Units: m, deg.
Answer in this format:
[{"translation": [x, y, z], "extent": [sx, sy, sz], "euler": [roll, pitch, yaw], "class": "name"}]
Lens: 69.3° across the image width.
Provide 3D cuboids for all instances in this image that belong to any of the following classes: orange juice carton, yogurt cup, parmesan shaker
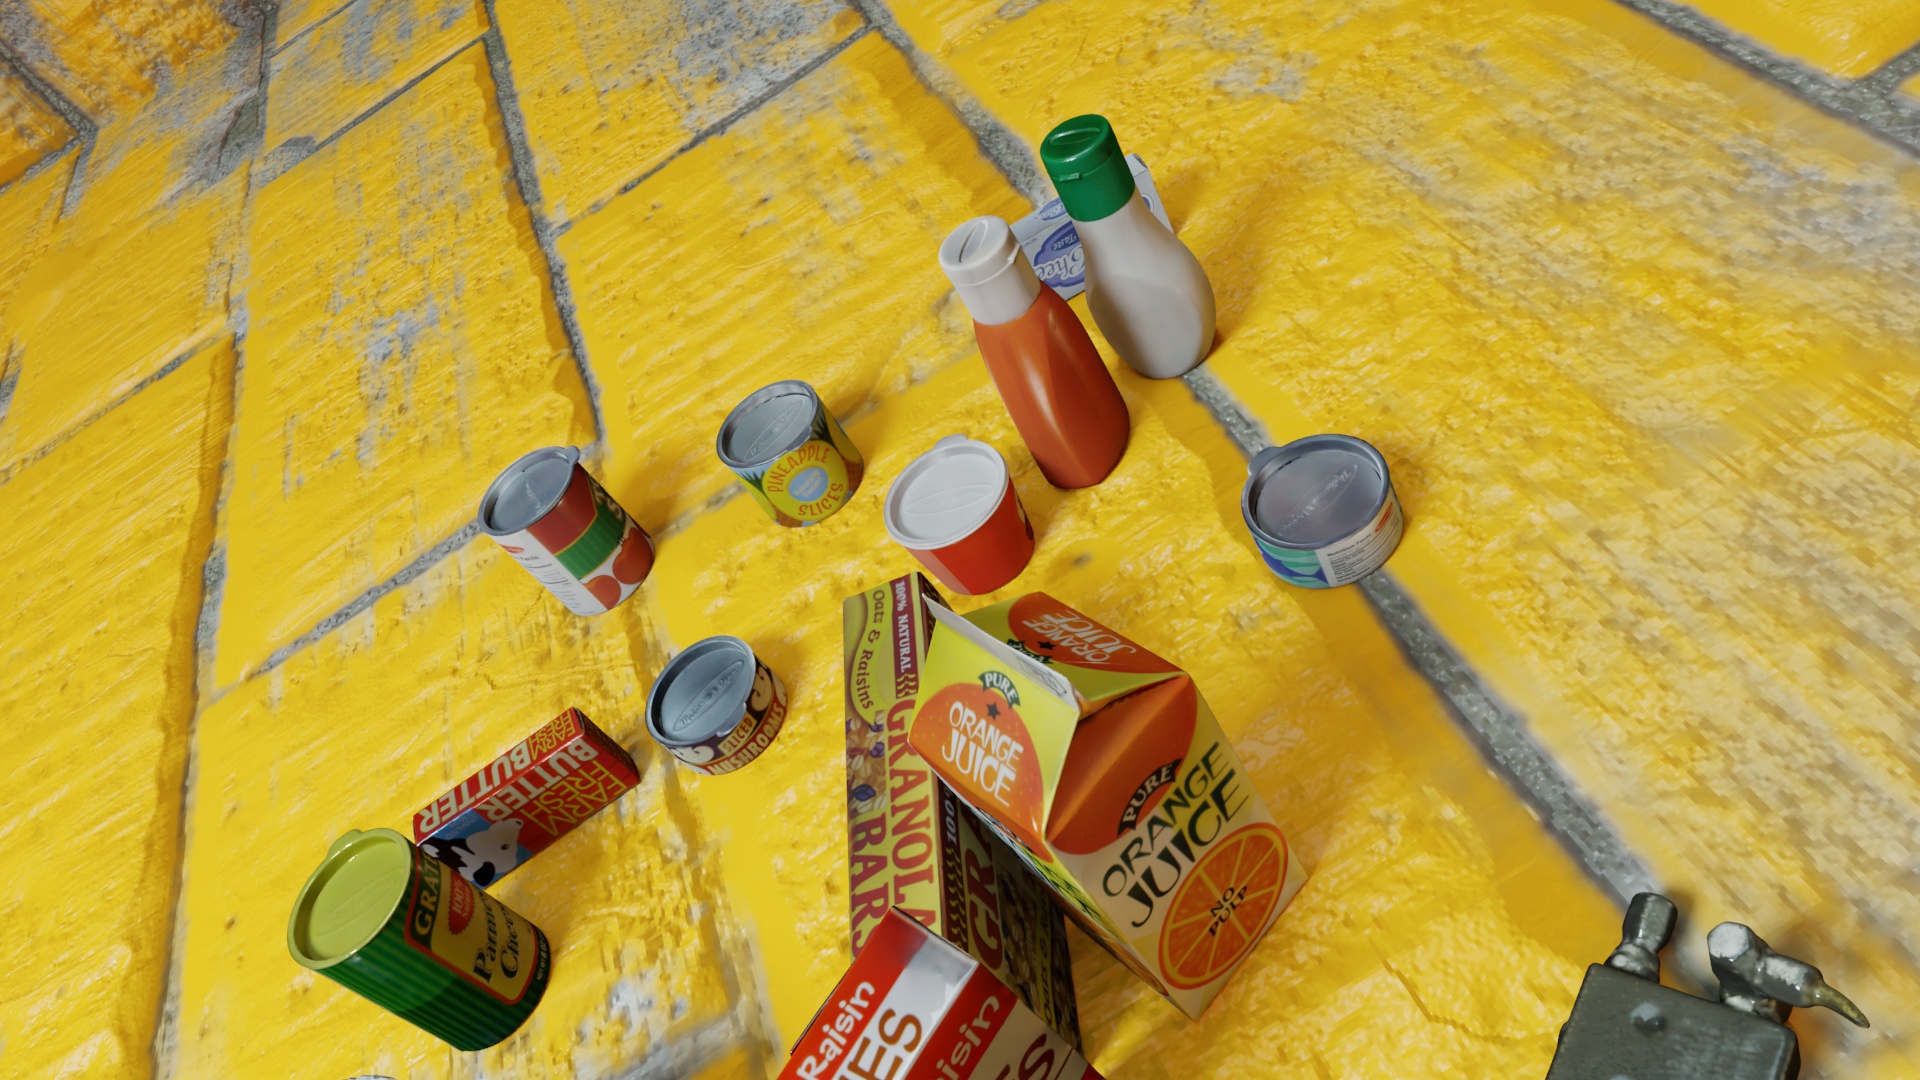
[{"translation": [0.049, 0.086, 0.487], "extent": [0.073, 0.192, 0.072], "euler": [-47, 44, -13], "class": "orange juice carton"}, {"translation": [0.003, -0.009, 0.703], "extent": [0.072, 0.053, 0.073], "euler": [-17, 45, 18], "class": "yogurt cup"}, {"translation": [-0.249, 0.186, 0.649], "extent": [0.071, 0.102, 0.072], "euler": [-17, 45, 18], "class": "parmesan shaker"}]

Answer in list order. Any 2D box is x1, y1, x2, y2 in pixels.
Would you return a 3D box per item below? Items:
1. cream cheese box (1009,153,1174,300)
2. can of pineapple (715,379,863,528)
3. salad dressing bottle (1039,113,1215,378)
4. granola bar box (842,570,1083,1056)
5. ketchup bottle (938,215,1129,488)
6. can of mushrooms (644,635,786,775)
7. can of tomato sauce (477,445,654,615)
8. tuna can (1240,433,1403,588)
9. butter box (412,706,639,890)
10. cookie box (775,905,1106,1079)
[{"translation": [0.070, -0.176, 0.812], "extent": [0.104, 0.053, 0.024], "euler": [-30, 43, 5], "class": "cream cheese box"}, {"translation": [-0.097, -0.048, 0.797], "extent": [0.071, 0.057, 0.071], "euler": [-17, 45, 18], "class": "can of pineapple"}, {"translation": [0.085, -0.147, 0.707], "extent": [0.064, 0.147, 0.044], "euler": [0, 53, 32], "class": "salad dressing bottle"}, {"translation": [0.000, 0.112, 0.544], "extent": [0.039, 0.123, 0.166], "euler": [-21, 44, 15], "class": "granola bar box"}, {"translation": [0.038, -0.093, 0.687], "extent": [0.043, 0.148, 0.065], "euler": [0, 53, 32], "class": "ketchup bottle"}, {"translation": [-0.124, 0.086, 0.712], "extent": [0.071, 0.033, 0.071], "euler": [-17, 45, 18], "class": "can of mushrooms"}, {"translation": [-0.231, -0.006, 0.824], "extent": [0.071, 0.082, 0.071], "euler": [-17, 45, 18], "class": "can of tomato sauce"}, {"translation": [0.161, -0.014, 0.625], "extent": [0.071, 0.032, 0.071], "euler": [-17, 45, 18], "class": "tuna can"}, {"translation": [-0.223, 0.133, 0.716], "extent": [0.103, 0.053, 0.024], "euler": [-35, 42, 0], "class": "butter box"}, {"translation": [-0.007, 0.207, 0.432], "extent": [0.040, 0.167, 0.123], "euler": [17, 63, 41], "class": "cookie box"}]
